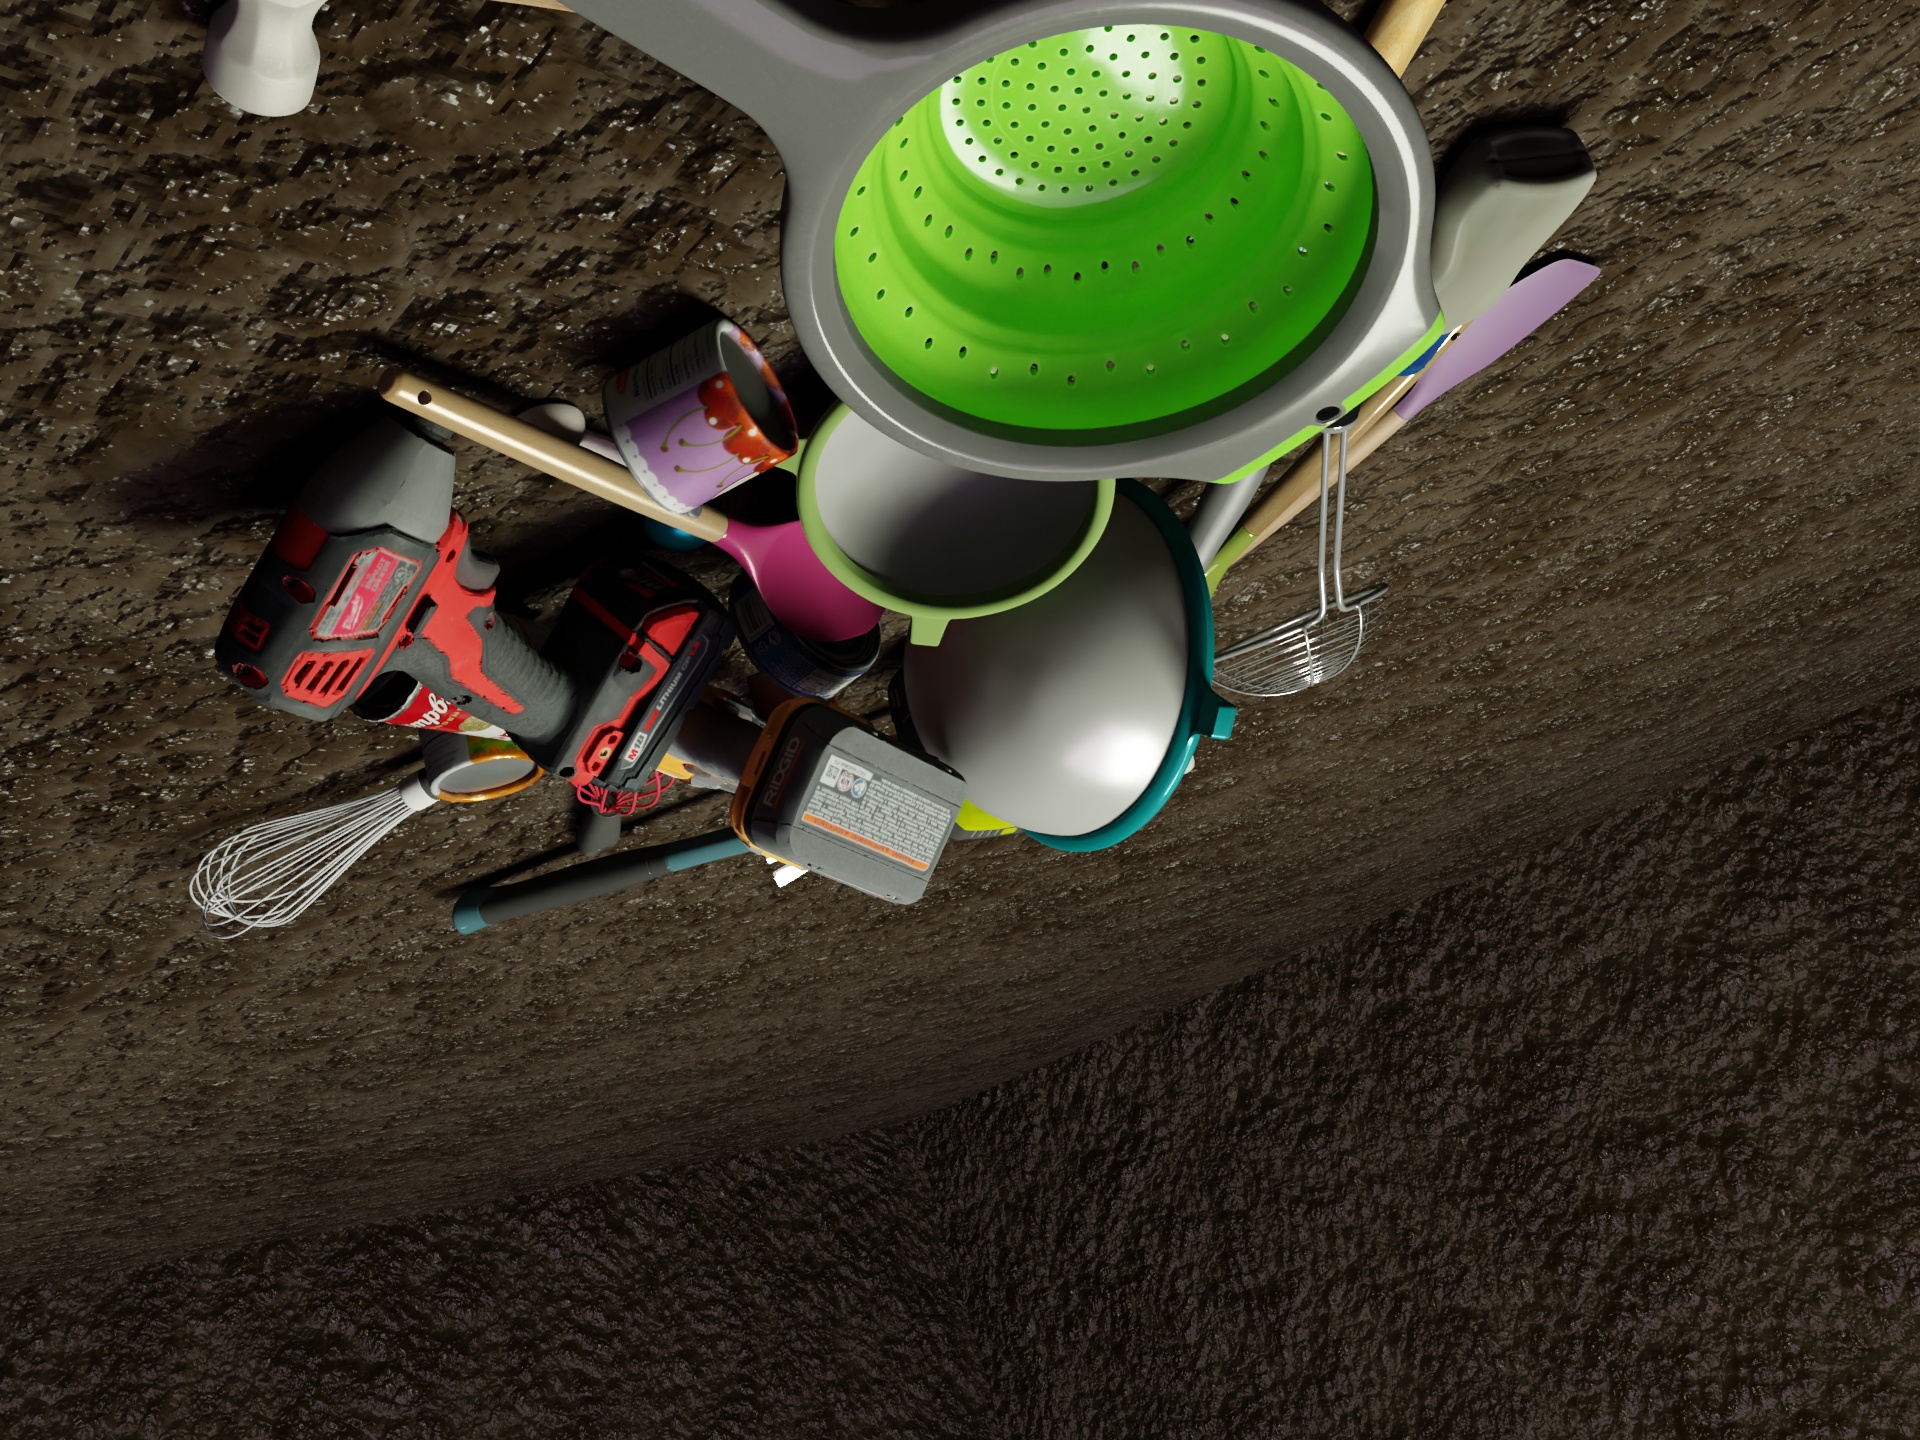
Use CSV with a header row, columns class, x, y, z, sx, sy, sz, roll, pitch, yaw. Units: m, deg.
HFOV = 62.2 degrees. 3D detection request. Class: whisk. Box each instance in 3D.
class,x,y,z,sx,sy,sz,roll,pitch,yaw
whisk,0.134,-0.088,0.963,0.055,0.055,0.238,-4,135,-34
whisk,0.148,-0.230,0.696,0.047,0.051,0.244,-32,164,-29
whisk,-0.237,0.050,1.078,0.073,0.073,0.295,-11,165,-20
whisk,-0.363,0.057,0.993,0.284,0.070,0.070,-28,159,11

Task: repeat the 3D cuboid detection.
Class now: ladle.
class,x,y,z,sx,sy,sz,roll,pitch,yaw
ladle,0.188,-0.144,0.967,0.078,0.062,0.320,0,147,-37

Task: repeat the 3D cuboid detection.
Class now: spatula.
class,x,y,z,sx,sy,sz,roll,pitch,yaw
spatula,0.246,-0.172,0.959,0.059,0.018,0.316,-2,154,-37

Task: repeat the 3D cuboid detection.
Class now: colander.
class,x,y,z,sx,sy,sz,roll,pitch,yaw
colander,-0.020,-0.201,0.477,0.396,0.095,0.204,20,142,-34

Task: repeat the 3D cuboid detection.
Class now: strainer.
class,x,y,z,sx,sy,sz,roll,pitch,yaw
strainer,0.041,-0.149,0.751,0.256,0.069,0.151,-27,129,17
strainer,-0.001,-0.003,0.903,0.095,0.211,0.340,4,148,-36

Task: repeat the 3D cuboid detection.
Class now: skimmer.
class,x,y,z,sx,sy,sz,roll,pitch,yaw
skimmer,0.192,-0.138,0.895,0.127,0.090,0.362,-23,141,-9

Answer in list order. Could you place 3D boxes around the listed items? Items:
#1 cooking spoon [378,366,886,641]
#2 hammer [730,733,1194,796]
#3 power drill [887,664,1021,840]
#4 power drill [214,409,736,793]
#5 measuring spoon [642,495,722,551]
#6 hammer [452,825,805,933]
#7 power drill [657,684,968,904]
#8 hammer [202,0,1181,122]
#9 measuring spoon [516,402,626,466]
class,x,y,z,sx,sy,sz,roll,pitch,yaw
cooking spoon,-0.132,-0.099,0.746,0.318,0.017,0.069,20,101,-52
hammer,-0.005,0.012,1.143,0.337,0.127,0.034,-11,139,10
power drill,0.048,-0.014,0.988,0.080,0.171,0.223,-4,159,-33
power drill,-0.214,-0.052,0.735,0.219,0.079,0.143,25,98,-55
measuring spoon,-0.119,-0.119,0.759,0.042,0.021,0.128,-21,161,-34
hammer,-0.230,0.106,1.205,0.331,0.033,0.128,-16,-157,11
power drill,-0.099,0.028,0.883,0.226,0.084,0.185,20,174,44
hammer,-0.058,-0.232,0.512,0.331,0.031,0.130,-5,157,-34
measuring spoon,-0.160,-0.118,0.744,0.034,0.018,0.124,-27,159,23
